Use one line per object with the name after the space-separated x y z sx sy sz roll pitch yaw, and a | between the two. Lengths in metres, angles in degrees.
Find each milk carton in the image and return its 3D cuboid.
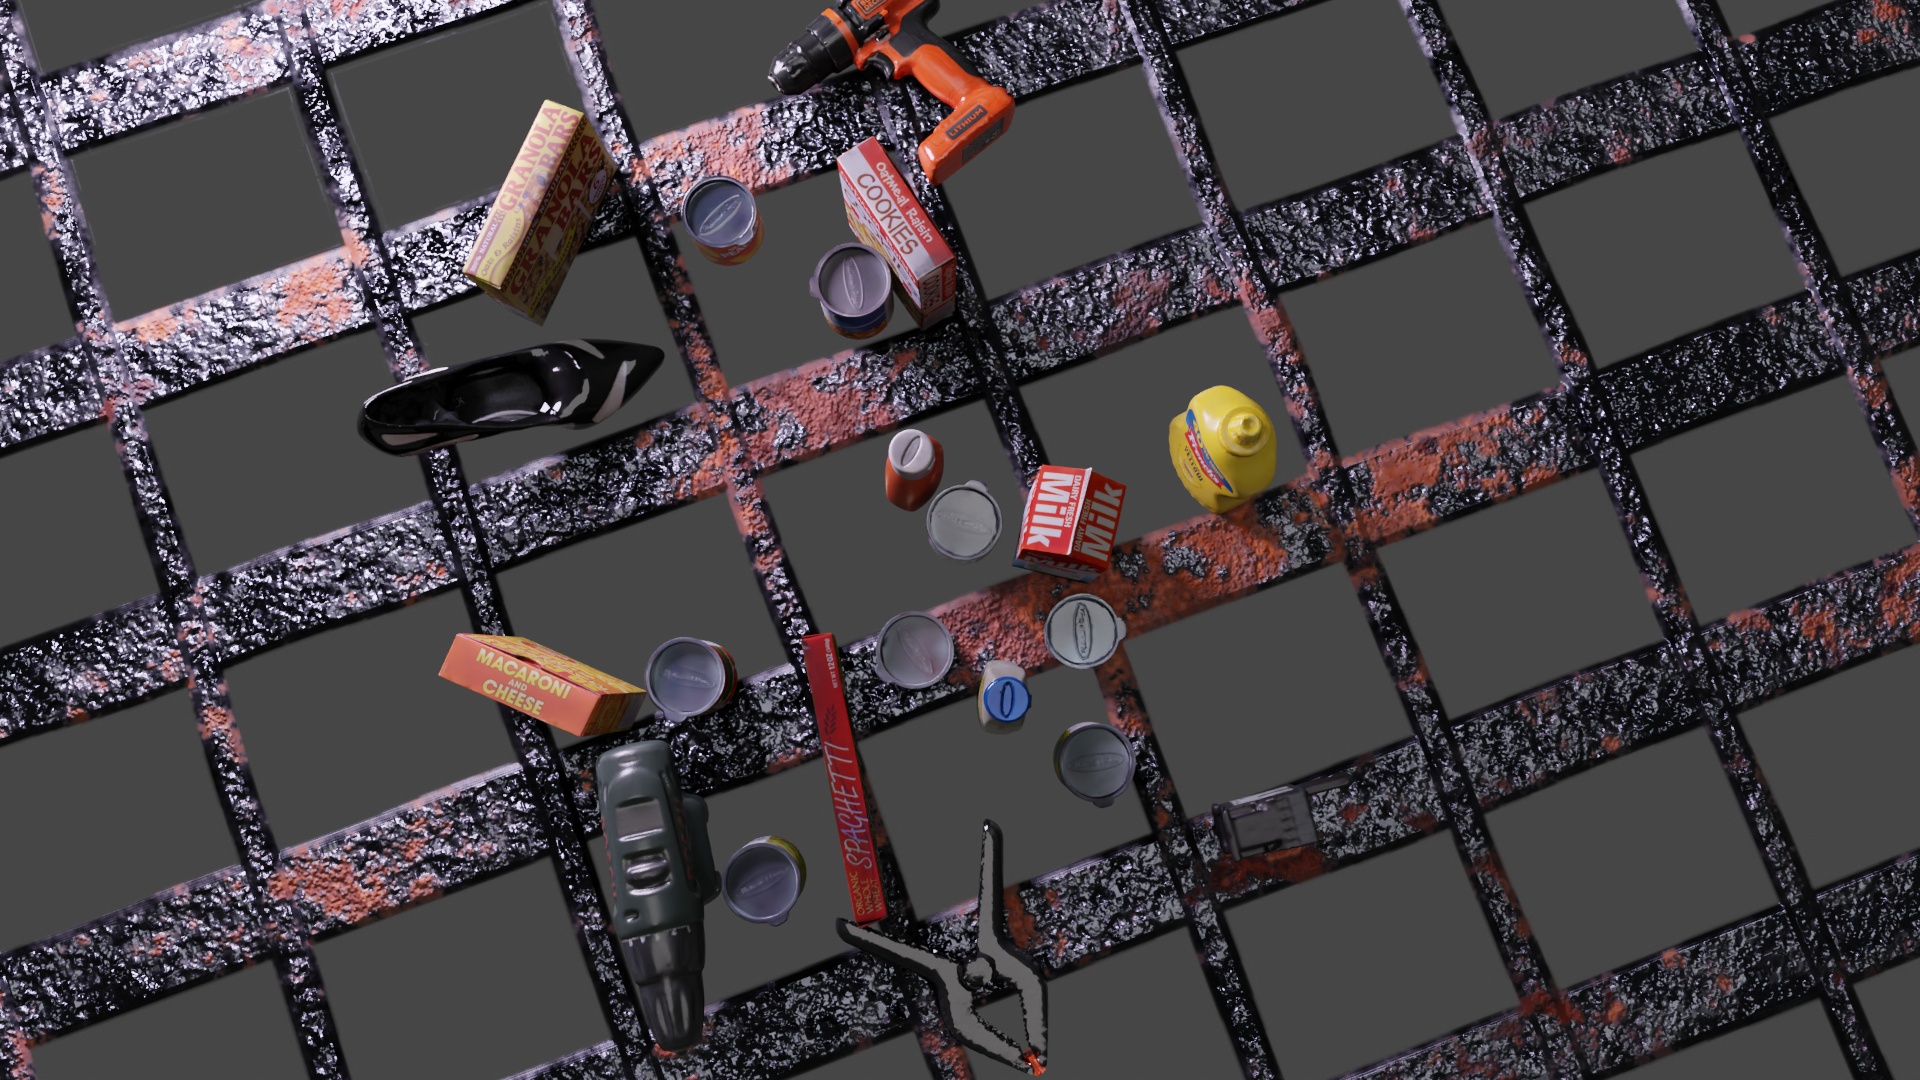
0.090 -0.013 1.156 0.073 0.190 0.072 14 84 1 | milk carton

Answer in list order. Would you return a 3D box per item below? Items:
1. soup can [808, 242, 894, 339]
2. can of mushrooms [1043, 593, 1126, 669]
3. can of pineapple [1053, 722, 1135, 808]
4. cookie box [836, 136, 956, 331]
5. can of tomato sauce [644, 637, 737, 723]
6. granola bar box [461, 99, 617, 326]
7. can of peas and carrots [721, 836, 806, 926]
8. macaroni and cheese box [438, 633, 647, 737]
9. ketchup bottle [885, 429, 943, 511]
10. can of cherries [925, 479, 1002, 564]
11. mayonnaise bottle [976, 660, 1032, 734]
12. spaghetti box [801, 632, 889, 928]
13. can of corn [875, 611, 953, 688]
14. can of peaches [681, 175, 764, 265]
-0.095 -0.219 1.229 0.071 0.083 0.071 0 84 -1 | soup can
0.109 0.081 1.224 0.071 0.033 0.071 0 84 -1 | can of mushrooms
0.114 0.192 1.199 0.071 0.058 0.071 0 84 -1 | can of pineapple
-0.052 -0.259 1.193 0.040 0.167 0.123 -33 85 -4 | cookie box
-0.229 0.119 1.189 0.071 0.083 0.071 0 84 -1 | can of tomato sauce
-0.364 -0.283 1.212 0.039 0.124 0.165 23 84 2 | granola bar box
-0.165 0.290 1.183 0.071 0.058 0.071 0 84 -1 | can of peas and carrots
-0.339 0.118 1.145 0.124 0.166 0.040 23 84 2 | macaroni and cheese box
-0.039 -0.063 1.180 0.043 0.148 0.065 28 84 2 | ketchup bottle
0.004 -0.015 1.221 0.071 0.058 0.071 0 84 -1 | can of cherries
0.036 0.132 1.159 0.041 0.148 0.065 4 84 0 | mayonnaise bottle
-0.099 0.204 1.198 0.029 0.050 0.250 -12 84 -2 | spaghetti box
-0.041 0.097 1.207 0.071 0.058 0.071 0 84 -1 | can of corn
-0.211 -0.284 1.248 0.071 0.058 0.071 0 84 -1 | can of peaches
